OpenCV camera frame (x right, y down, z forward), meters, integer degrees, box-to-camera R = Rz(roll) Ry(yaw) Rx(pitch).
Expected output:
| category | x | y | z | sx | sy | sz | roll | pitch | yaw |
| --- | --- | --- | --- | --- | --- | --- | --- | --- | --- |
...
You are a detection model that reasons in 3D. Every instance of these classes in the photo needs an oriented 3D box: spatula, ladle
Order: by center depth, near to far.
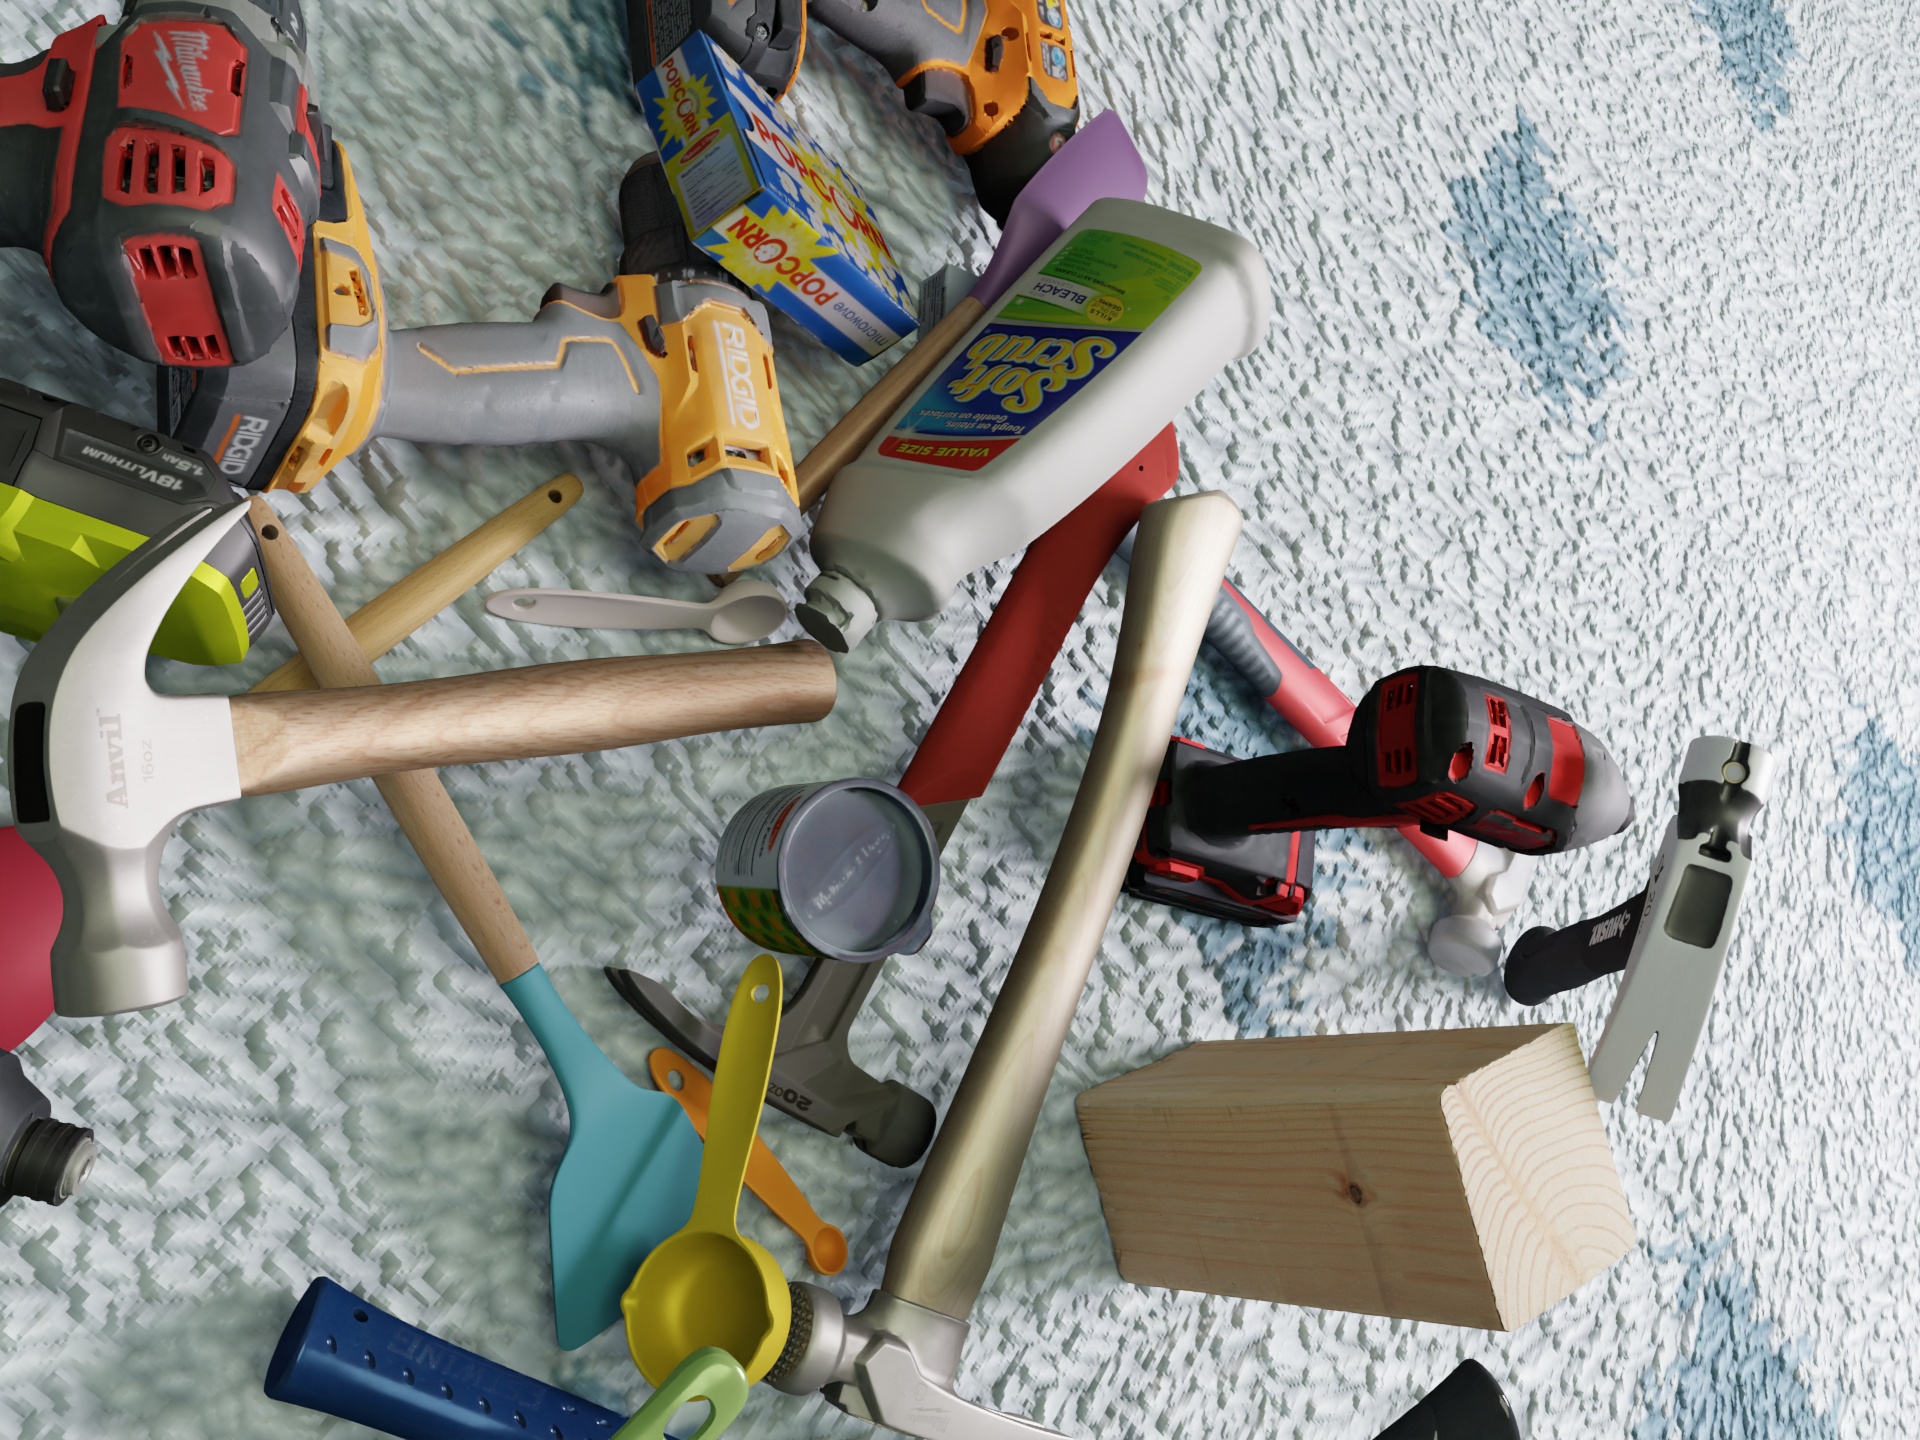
| category | x | y | z | sx | sy | sz | roll | pitch | yaw |
| --- | --- | --- | --- | --- | --- | --- | --- | --- | --- |
| ladle | -0.240 | 0.000 | 0.543 | 0.069 | 0.031 | 0.315 | 50 | 54 | -10 |
| spatula | -0.173 | 0.068 | 0.558 | 0.082 | 0.044 | 0.317 | -33 | 99 | -39 |
| spatula | -0.007 | -0.169 | 0.723 | 0.316 | 0.018 | 0.059 | -49 | 123 | -22 |

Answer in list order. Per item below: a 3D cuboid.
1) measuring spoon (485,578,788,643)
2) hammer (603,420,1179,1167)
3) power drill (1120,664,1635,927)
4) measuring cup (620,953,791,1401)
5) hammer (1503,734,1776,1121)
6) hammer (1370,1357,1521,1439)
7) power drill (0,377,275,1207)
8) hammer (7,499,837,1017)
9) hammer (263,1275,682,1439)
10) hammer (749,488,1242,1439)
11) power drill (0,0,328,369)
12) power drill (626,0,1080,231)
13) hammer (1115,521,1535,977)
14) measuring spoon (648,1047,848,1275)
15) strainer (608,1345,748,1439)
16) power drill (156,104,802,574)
| category | x | y | z | sx | sy | sz | roll | pitch | yaw |
| --- | --- | --- | --- | --- | --- | --- | --- | --- | --- |
| measuring spoon | -0.128 | -0.049 | 0.637 | 0.124 | 0.034 | 0.018 | 1 | 55 | -31 |
| hammer | -0.001 | -0.002 | 0.683 | 0.149 | 0.037 | 0.359 | 38 | 67 | -23 |
| power drill | 0.179 | 0.037 | 0.710 | 0.143 | 0.219 | 0.079 | 17 | 69 | -31 |
| measuring cup | -0.080 | 0.164 | 0.580 | 0.029 | 0.062 | 0.157 | 49 | 46 | -58 |
| hammer | 0.301 | 0.113 | 0.754 | 0.035 | 0.334 | 0.146 | 18 | 80 | 13 |
| hammer | 0.011 | 0.337 | 0.514 | 0.409 | 0.036 | 0.149 | -33 | 98 | -6 |
| power drill | -0.292 | 0.019 | 0.443 | 0.171 | 0.080 | 0.223 | 19 | 64 | -9 |
| hammer | -0.146 | -0.005 | 0.533 | 0.331 | 0.031 | 0.130 | -11 | 96 | -59 |
| hammer | -0.048 | 0.296 | 0.565 | 0.405 | 0.144 | 0.035 | 31 | 105 | -19 |
| hammer | 0.051 | 0.088 | 0.667 | 0.146 | 0.038 | 0.411 | 34 | 68 | -32 |
| power drill | -0.301 | -0.181 | 0.455 | 0.226 | 0.080 | 0.188 | -4 | 57 | -12 |
| power drill | -0.036 | -0.307 | 0.735 | 0.226 | 0.084 | 0.164 | 0 | 80 | -39 |
| hammer | 0.180 | -0.032 | 0.843 | 0.386 | 0.038 | 0.143 | 42 | 57 | -20 |
| measuring spoon | -0.084 | 0.173 | 0.621 | 0.117 | 0.011 | 0.021 | 51 | 37 | -10 |
| strainer | -0.170 | 0.280 | 0.473 | 0.256 | 0.069 | 0.151 | -41 | 104 | -21 |
| power drill | -0.171 | -0.157 | 0.596 | 0.226 | 0.084 | 0.185 | 5 | 64 | -38 |
